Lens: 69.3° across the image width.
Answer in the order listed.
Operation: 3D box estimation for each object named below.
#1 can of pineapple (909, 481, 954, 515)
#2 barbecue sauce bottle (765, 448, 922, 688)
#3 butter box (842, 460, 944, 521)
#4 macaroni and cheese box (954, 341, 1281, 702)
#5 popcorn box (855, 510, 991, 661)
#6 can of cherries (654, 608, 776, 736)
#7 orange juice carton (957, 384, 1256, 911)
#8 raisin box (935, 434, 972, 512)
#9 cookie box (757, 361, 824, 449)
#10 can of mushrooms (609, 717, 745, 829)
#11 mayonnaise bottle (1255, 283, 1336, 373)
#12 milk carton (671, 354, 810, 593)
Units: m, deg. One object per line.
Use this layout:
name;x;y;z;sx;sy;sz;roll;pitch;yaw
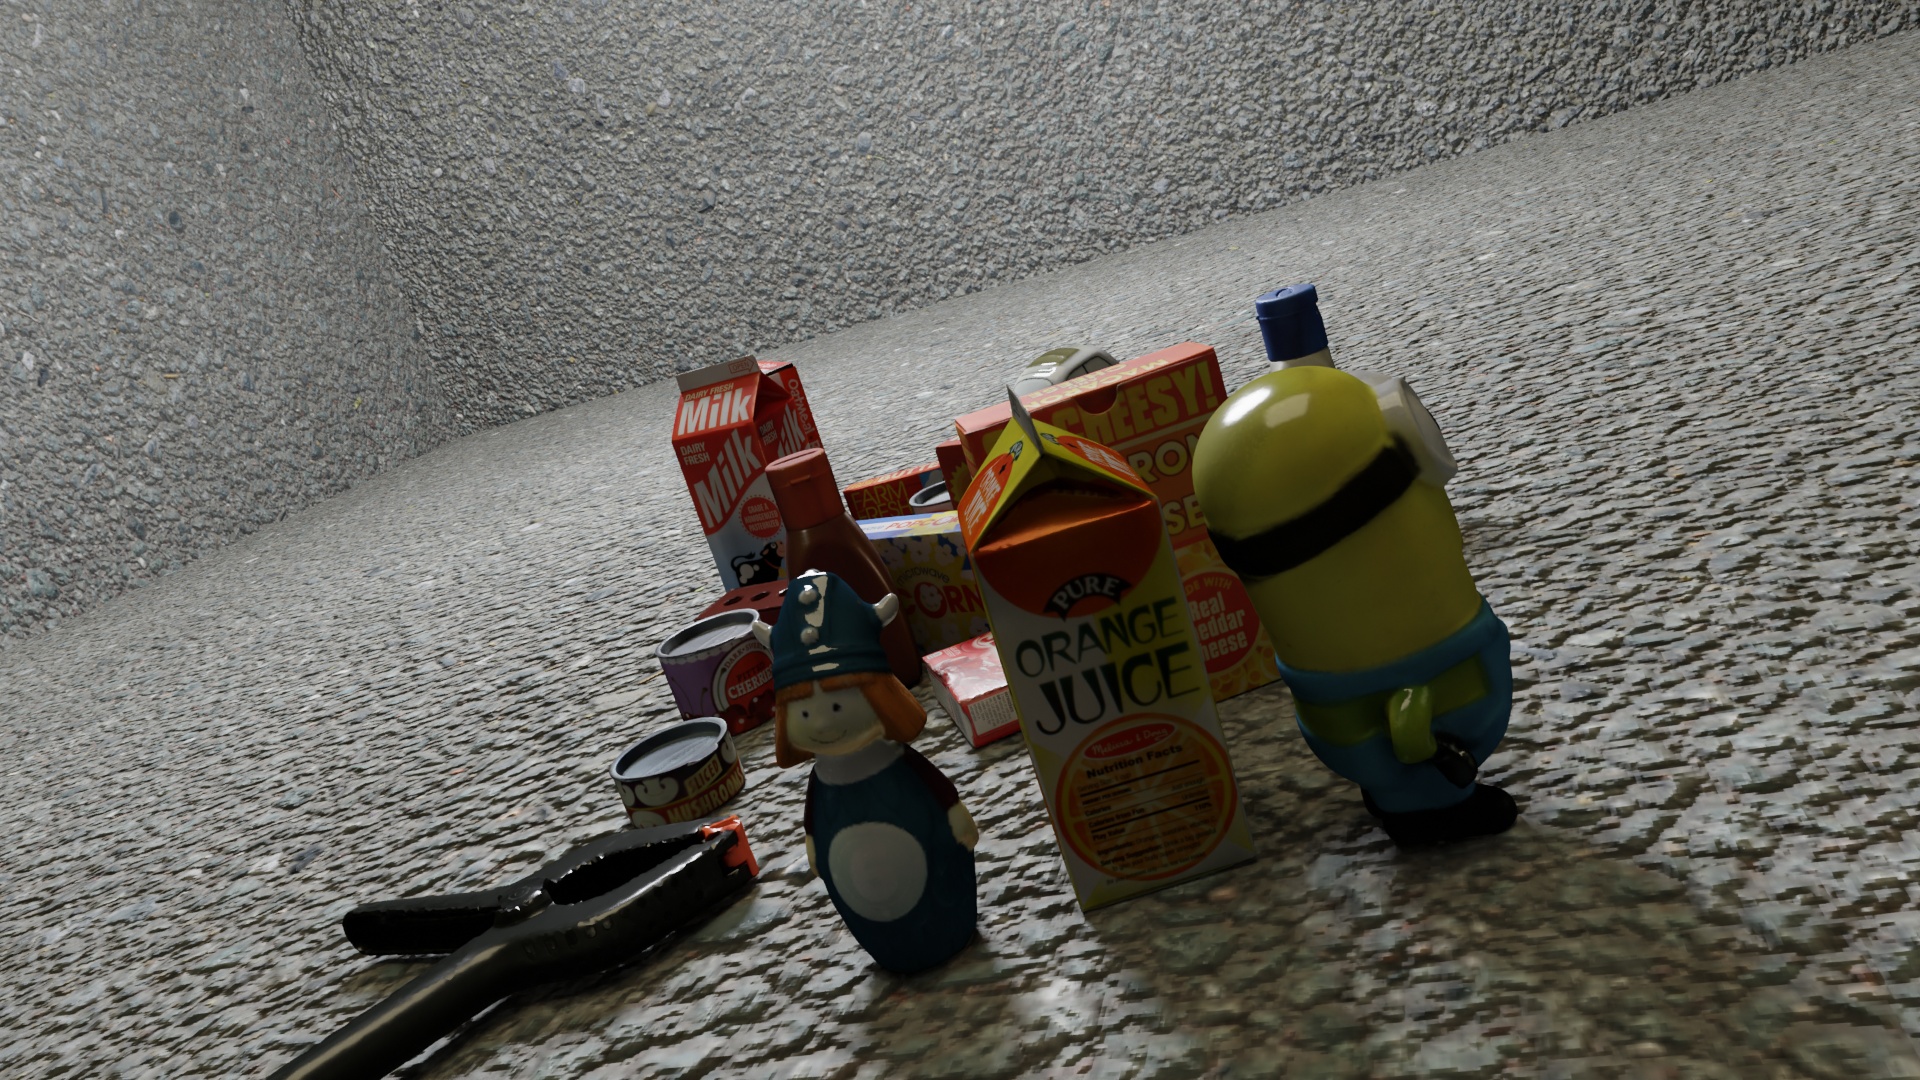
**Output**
can of pineapple;0.004;-0.013;1.015;0.071;0.057;0.071;-17;15;5
barbecue sauce bottle;-0.072;0.021;0.806;0.065;0.148;0.044;-19;15;-3
butter box;-0.040;-0.032;1.140;0.103;0.053;0.024;-14;15;14
macaroni and cheese box;0.081;0.003;0.663;0.124;0.166;0.040;-19;15;-6
popcorn box;-0.021;0.029;0.844;0.126;0.085;0.038;-5;19;40
can of cherries;-0.143;0.082;0.845;0.071;0.058;0.072;-17;15;5
orange juice carton;0.049;0.035;0.536;0.073;0.192;0.072;-18;15;1
raisin box;0.043;-0.009;0.831;0.086;0.123;0.040;-3;21;44
cookie box;-0.144;-0.065;1.155;0.040;0.167;0.123;-23;16;-19
can of mushrooms;-0.150;0.125;0.747;0.071;0.033;0.071;-16;15;5
mayonnaise bottle;0.214;-0.079;0.840;0.041;0.147;0.065;-13;15;18
milk carton;-0.152;-0.041;1.034;0.072;0.190;0.074;-12;16;22
